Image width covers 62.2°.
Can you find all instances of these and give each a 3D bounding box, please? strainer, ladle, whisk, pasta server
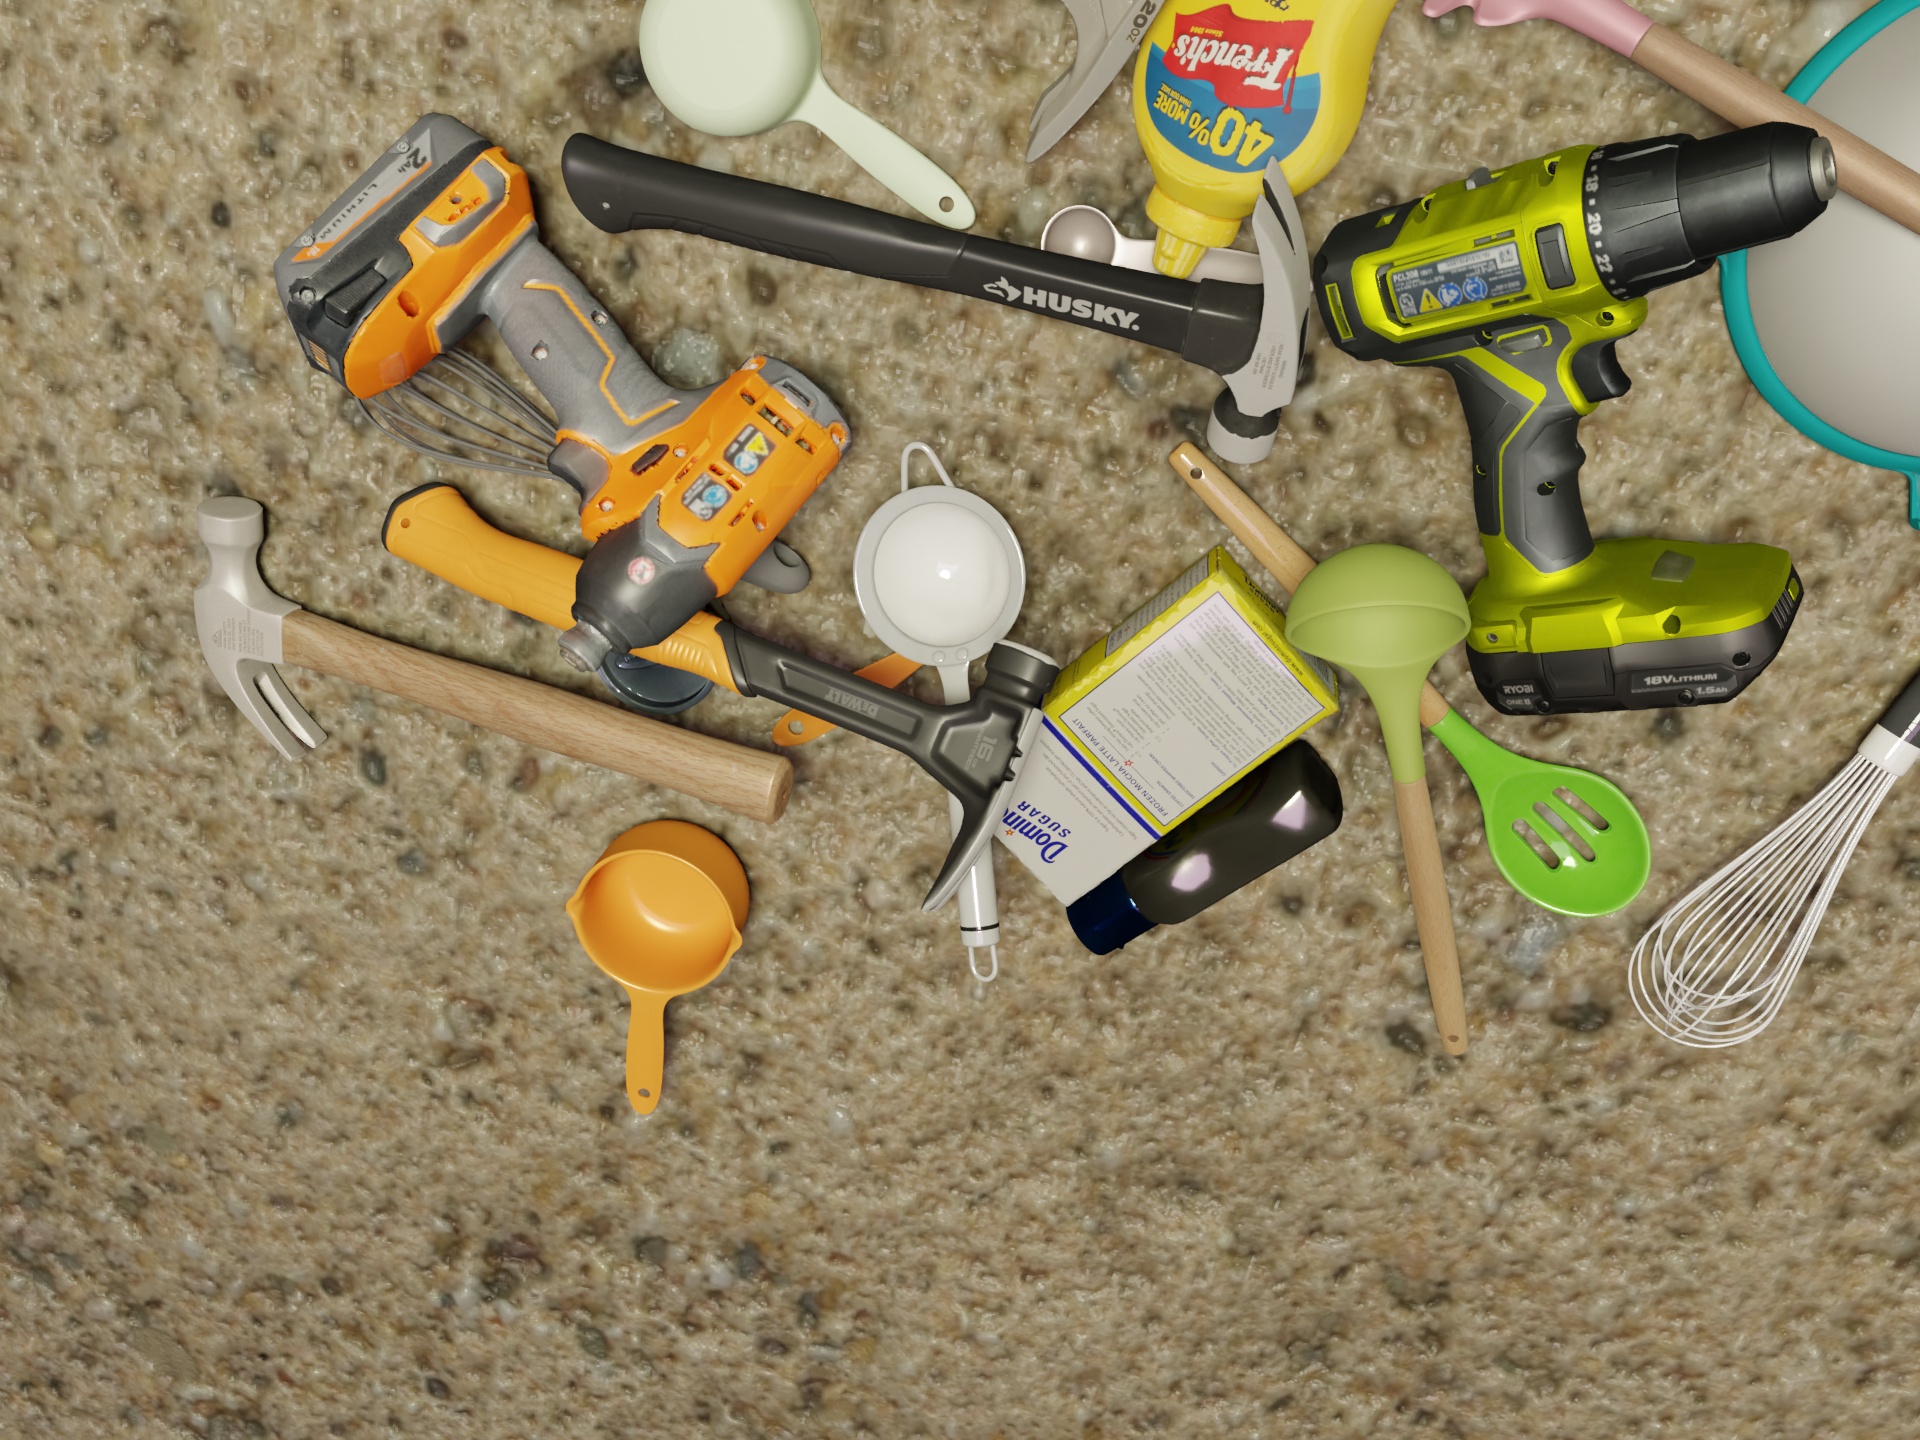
[{"bbox_3d":[-0.001,-0.002,0.763,0.087,0.050,0.258,-5,92,21],"label":"strainer"},{"bbox_3d":[0.215,0.054,0.754,0.078,0.062,0.319,-4,125,23],"label":"ladle"},{"bbox_3d":[-0.181,-0.119,0.768,0.239,0.055,0.055,26,114,-7],"label":"whisk"},{"bbox_3d":[0.417,0.041,0.748,0.070,0.070,0.284,28,110,-4],"label":"whisk"},{"bbox_3d":[0.280,-0.243,0.602,0.316,0.040,0.060,39,129,13],"label":"pasta server"},{"bbox_3d":[0.466,-0.229,0.599,0.211,0.095,0.340,43,114,-11],"label":"strainer"}]

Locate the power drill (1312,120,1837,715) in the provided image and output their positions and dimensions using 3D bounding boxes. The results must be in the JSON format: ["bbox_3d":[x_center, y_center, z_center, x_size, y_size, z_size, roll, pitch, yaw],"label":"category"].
[{"bbox_3d":[0.266,-0.121,0.653,0.190,0.080,0.228,-4,118,42],"label":"power drill"}]

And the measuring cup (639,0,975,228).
[{"bbox_3d":[-0.064,-0.265,0.690,0.167,0.038,0.083,36,113,-5],"label":"measuring cup"}]

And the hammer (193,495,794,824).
[{"bbox_3d":[-0.241,-0.009,0.806,0.331,0.031,0.130,17,119,11],"label":"hammer"}]

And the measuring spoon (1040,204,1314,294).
[{"bbox_3d":[0.097,-0.204,0.710,0.124,0.018,0.034,10,106,-3],"label":"measuring spoon"}]

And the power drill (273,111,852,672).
[{"bbox_3d":[-0.182,-0.137,0.700,0.226,0.084,0.164,38,74,-4],"label":"power drill"}]

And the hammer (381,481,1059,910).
[{"bbox_3d":[-0.129,-0.030,0.748,0.337,0.034,0.127,22,89,13],"label":"hammer"}]

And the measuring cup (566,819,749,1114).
[{"bbox_3d":[-0.163,0.134,0.872,0.095,0.052,0.173,11,116,3],"label":"measuring cup"}]

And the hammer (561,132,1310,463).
[{"bbox_3d":[-0.014,-0.204,0.686,0.335,0.035,0.146,16,152,8],"label":"hammer"}]

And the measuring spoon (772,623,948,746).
[{"bbox_3d":[-0.051,-0.018,0.814,0.117,0.011,0.021,-30,106,23],"label":"measuring spoon"}]

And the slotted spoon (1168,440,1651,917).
[{"bbox_3d":[0.214,-0.021,0.764,0.313,0.031,0.070,43,112,-9],"label":"slotted spoon"}]

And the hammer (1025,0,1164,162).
[{"bbox_3d":[-0.088,-0.335,0.579,0.359,0.037,0.149,19,148,-18],"label":"hammer"}]
